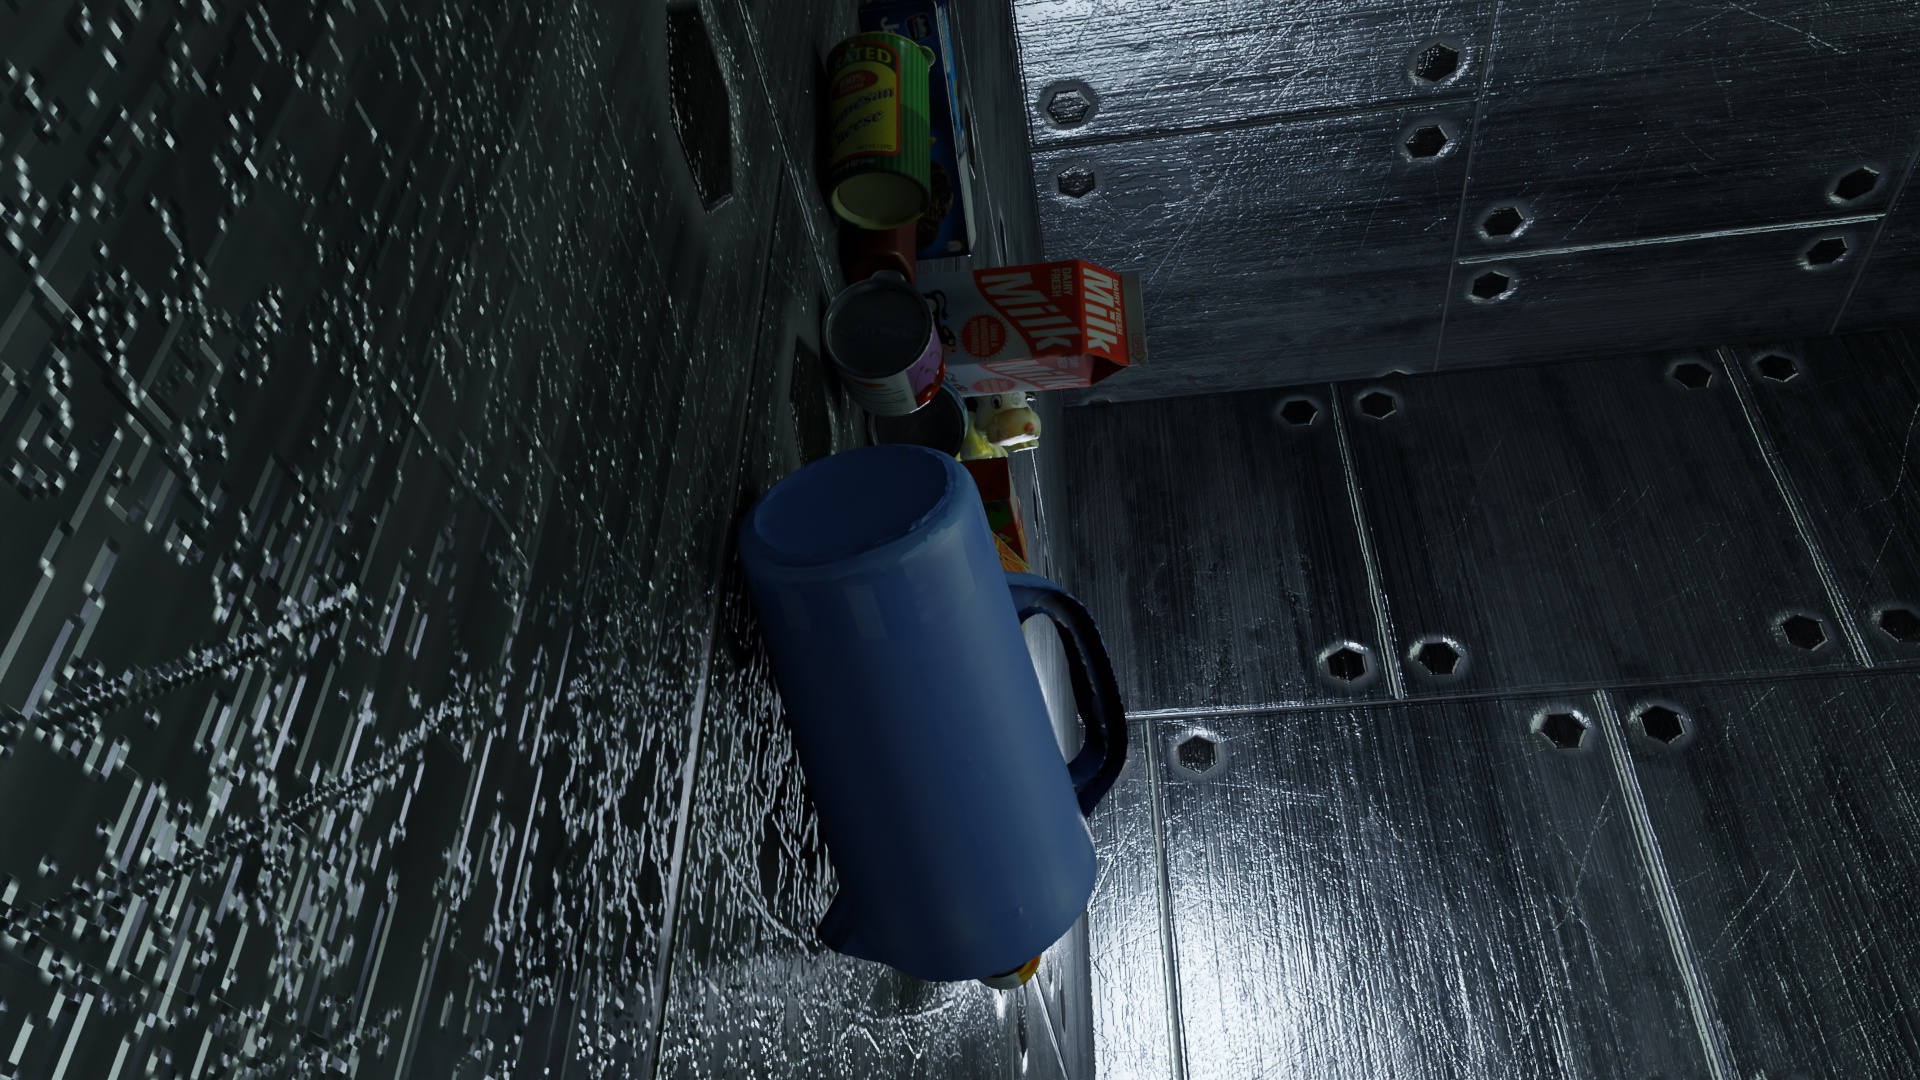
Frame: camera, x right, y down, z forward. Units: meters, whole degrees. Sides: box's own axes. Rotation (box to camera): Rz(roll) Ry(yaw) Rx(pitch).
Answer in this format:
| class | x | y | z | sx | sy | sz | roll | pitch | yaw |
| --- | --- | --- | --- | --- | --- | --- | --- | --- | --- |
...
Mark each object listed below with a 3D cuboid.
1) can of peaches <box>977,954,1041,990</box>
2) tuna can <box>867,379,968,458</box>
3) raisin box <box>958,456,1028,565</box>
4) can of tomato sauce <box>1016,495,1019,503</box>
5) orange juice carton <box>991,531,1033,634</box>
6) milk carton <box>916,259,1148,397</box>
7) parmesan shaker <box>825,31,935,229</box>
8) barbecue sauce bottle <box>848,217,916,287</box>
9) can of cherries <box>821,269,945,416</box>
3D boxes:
| class | x | y | z | sx | sy | sz | roll | pitch | yaw |
| --- | --- | --- | --- | --- | --- | --- | --- | --- | --- |
| can of peaches | 0.033 | 0.327 | 1.136 | 0.057 | 0.071 | 0.071 | 74 | 13 | -60 |
| tuna can | -0.030 | -0.081 | 0.940 | 0.033 | 0.071 | 0.071 | -73 | 157 | -74 |
| raisin box | 0.004 | -0.013 | 1.067 | 0.123 | 0.086 | 0.040 | 72 | 13 | -61 |
| can of tomato sauce | 0.025 | 0.001 | 1.306 | 0.071 | 0.071 | 0.083 | 72 | 15 | -62 |
| orange juice carton | -0.006 | 0.049 | 0.894 | 0.072 | 0.073 | 0.193 | 44 | 16 | -8 |
| milk carton | 0.036 | -0.150 | 0.996 | 0.073 | 0.190 | 0.072 | 57 | 29 | -75 |
| parmesan shaker | -0.049 | -0.258 | 0.874 | 0.071 | 0.071 | 0.103 | 68 | 19 | -67 |
| barbecue sauce bottle | -0.052 | -0.226 | 0.947 | 0.064 | 0.044 | 0.149 | 85 | 4 | -56 |
| can of cherries | -0.044 | -0.117 | 0.834 | 0.058 | 0.071 | 0.071 | 66 | 20 | -69 |
